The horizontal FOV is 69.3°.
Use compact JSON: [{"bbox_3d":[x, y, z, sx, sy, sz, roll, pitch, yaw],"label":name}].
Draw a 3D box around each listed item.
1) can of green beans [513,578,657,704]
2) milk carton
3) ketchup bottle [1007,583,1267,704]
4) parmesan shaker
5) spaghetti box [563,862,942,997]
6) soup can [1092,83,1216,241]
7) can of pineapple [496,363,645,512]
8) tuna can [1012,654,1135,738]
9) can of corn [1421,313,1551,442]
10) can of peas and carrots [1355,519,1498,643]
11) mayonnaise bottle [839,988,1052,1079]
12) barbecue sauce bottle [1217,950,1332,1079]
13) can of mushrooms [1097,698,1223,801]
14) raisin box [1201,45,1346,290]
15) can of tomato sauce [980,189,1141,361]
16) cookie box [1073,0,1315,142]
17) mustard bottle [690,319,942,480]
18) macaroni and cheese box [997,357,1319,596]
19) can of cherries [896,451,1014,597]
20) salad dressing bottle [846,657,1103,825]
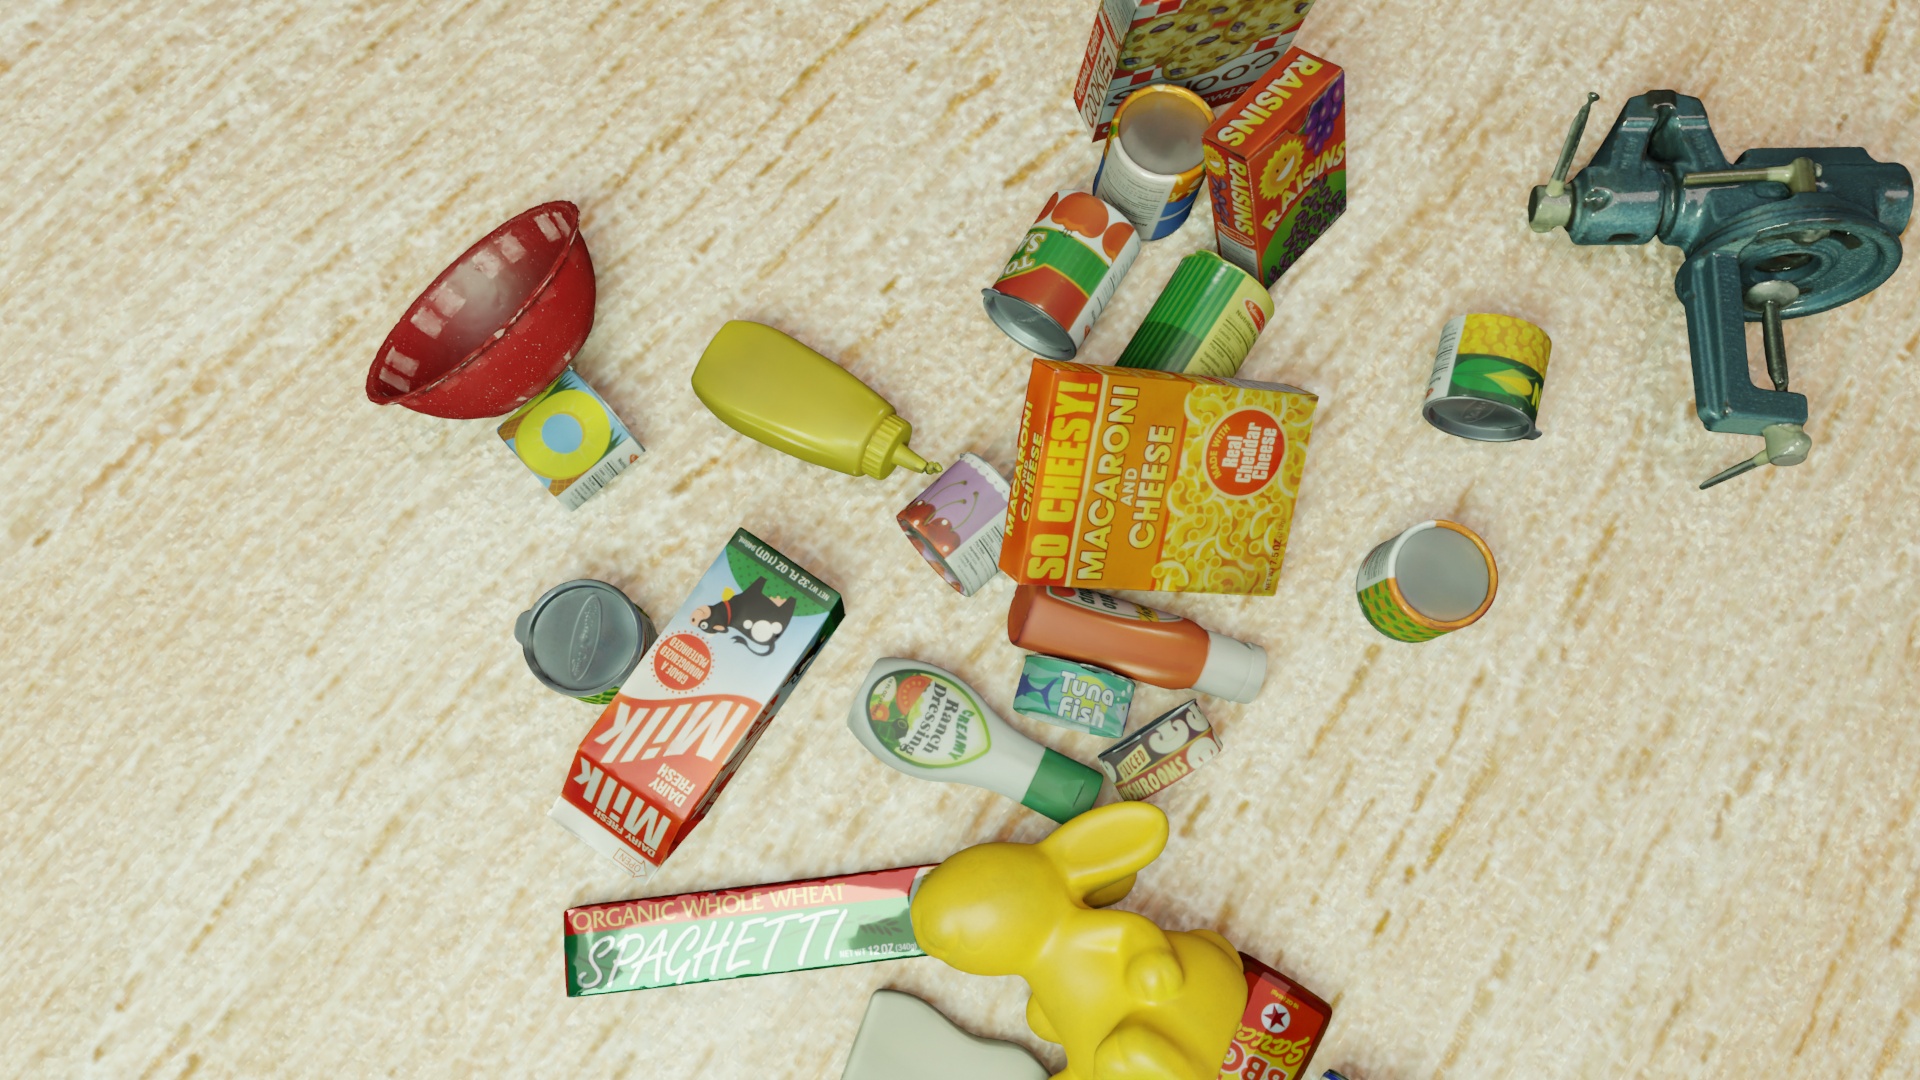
[{"bbox_3d":[-0.211,0.059,0.797,0.071,0.057,0.071,1,78,-2],"label":"can of green beans"},{"bbox_3d":[-0.148,0.094,0.784,0.072,0.073,0.191,34,79,5],"label":"milk carton"},{"bbox_3d":[0.103,0.059,0.812,0.149,0.065,0.043,17,99,-8],"label":"ketchup bottle"},{"bbox_3d":[0.135,-0.115,0.845,0.071,0.071,0.103,33,79,5],"label":"parmesan shaker"},{"bbox_3d":[-0.097,0.217,0.782,0.250,0.028,0.050,-6,77,-4],"label":"spaghetti box"},{"bbox_3d":[0.122,-0.236,0.864,0.071,0.083,0.071,1,77,-2],"label":"soup can"},{"bbox_3d":[-0.230,-0.060,0.818,0.058,0.071,0.071,-42,83,-10],"label":"can of pineapple"},{"bbox_3d":[0.066,0.090,0.796,0.071,0.071,0.033,15,79,1],"label":"tuna can"},{"bbox_3d":[0.326,-0.099,0.852,0.071,0.071,0.058,17,77,1],"label":"can of corn"},{"bbox_3d":[0.279,0.026,0.826,0.071,0.058,0.071,0,78,-2],"label":"can of peas and carrots"},{"bbox_3d":[0.011,0.300,0.763,0.148,0.041,0.065,21,74,1],"label":"mayonnaise bottle"},{"bbox_3d":[0.144,0.307,0.765,0.065,0.043,0.149,31,78,3],"label":"barbecue sauce bottle"},{"bbox_3d":[0.113,0.121,0.792,0.071,0.071,0.033,-29,82,-8],"label":"can of mushrooms"},{"bbox_3d":[0.193,-0.222,0.842,0.086,0.123,0.040,-44,59,-10],"label":"raisin box"},{"bbox_3d":[0.061,-0.164,0.854,0.071,0.071,0.083,31,78,4],"label":"can of tomato sauce"},{"bbox_3d":[0.142,-0.309,0.839,0.123,0.167,0.040,-17,82,-6],"label":"cookie box"},{"bbox_3d":[-0.081,-0.074,0.829,0.160,0.048,0.065,29,79,12],"label":"mustard bottle"},{"bbox_3d":[0.112,-0.034,0.792,0.167,0.040,0.123,3,105,-21],"label":"macaroni and cheese box"},{"bbox_3d":[0.003,-0.010,0.820,0.058,0.071,0.071,-42,83,-9],"label":"can of cherries"},{"bbox_3d":[0.009,0.119,0.801,0.148,0.044,0.064,26,77,3],"label":"salad dressing bottle"}]
